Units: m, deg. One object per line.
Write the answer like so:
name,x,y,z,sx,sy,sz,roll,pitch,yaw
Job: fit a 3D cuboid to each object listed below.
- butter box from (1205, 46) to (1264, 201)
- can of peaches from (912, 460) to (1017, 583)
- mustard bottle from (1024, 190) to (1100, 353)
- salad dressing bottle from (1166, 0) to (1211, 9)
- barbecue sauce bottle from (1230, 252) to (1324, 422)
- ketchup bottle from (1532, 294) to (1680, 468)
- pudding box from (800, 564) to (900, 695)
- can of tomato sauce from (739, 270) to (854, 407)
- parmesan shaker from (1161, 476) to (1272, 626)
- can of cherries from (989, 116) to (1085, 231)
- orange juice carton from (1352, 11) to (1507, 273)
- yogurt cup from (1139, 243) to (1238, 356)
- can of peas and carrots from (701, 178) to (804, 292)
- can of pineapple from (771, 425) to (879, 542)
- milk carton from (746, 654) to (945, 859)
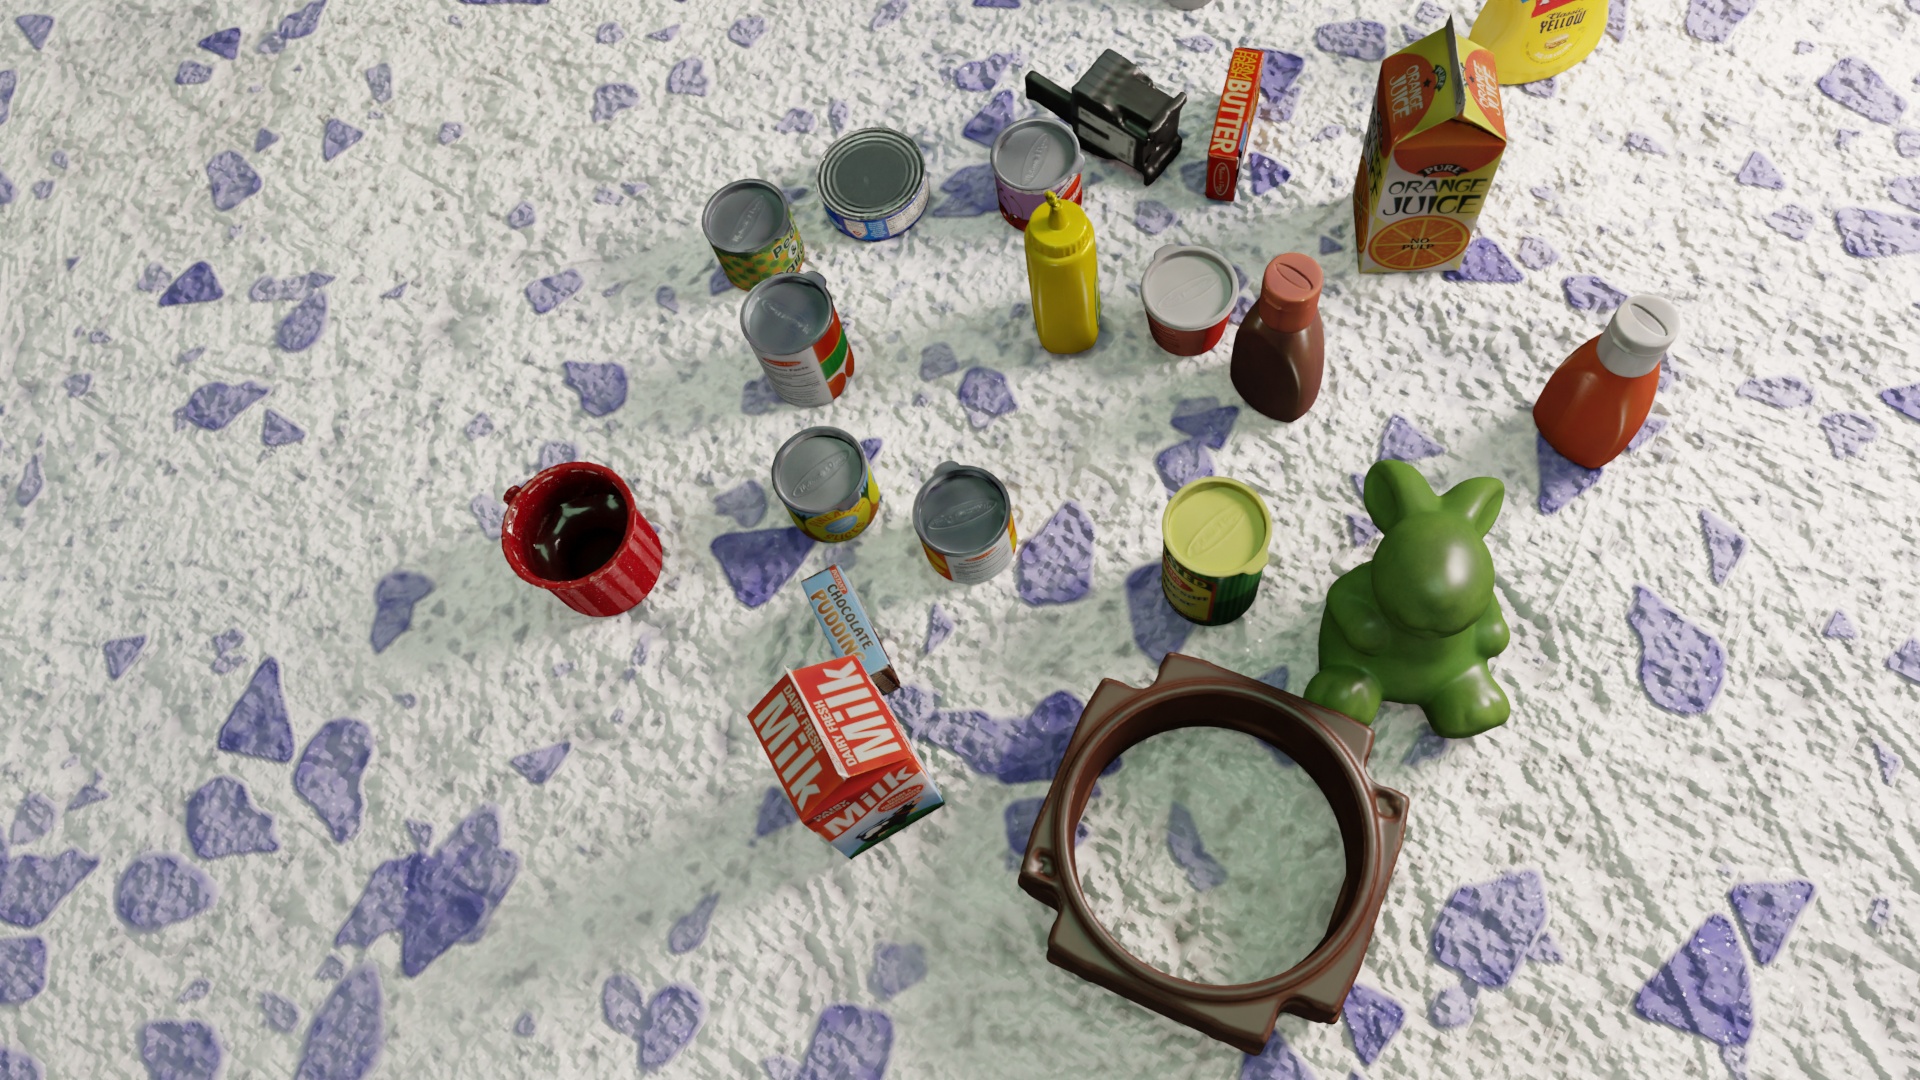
butter box,0.206,-0.313,1.044,0.024,0.053,0.104,12,70,12
can of peaches,0.003,-0.012,0.944,0.071,0.058,0.071,-3,68,6
mustard bottle,0.070,-0.188,0.952,0.049,0.159,0.065,-5,68,6
salad dressing bottle,0.178,-0.475,1.062,0.064,0.147,0.044,9,70,11
barbecue sauce bottle,0.212,-0.134,0.918,0.065,0.148,0.044,42,79,20
ketchup bottle,0.410,-0.101,0.879,0.043,0.148,0.065,-37,68,-8
pudding box,-0.073,0.062,0.928,0.030,0.049,0.084,-27,67,-4
can of tomato sauce,-0.115,-0.144,0.999,0.071,0.083,0.071,-3,68,6
parmesan shaker,0.163,0.012,0.889,0.071,0.102,0.071,-3,68,6
can of cherries,0.060,-0.272,1.043,0.071,0.058,0.072,-3,68,6
orange juice carton,0.314,-0.261,0.933,0.073,0.192,0.072,-1,68,7
yogurt cup,0.162,-0.167,0.989,0.072,0.053,0.072,-3,68,6
can of peas and carrots,-0.154,-0.229,1.052,0.071,0.058,0.071,-3,68,6
can of pineapple,-0.092,-0.036,0.966,0.071,0.057,0.071,-3,68,6
milk carton,-0.068,0.128,0.824,0.073,0.190,0.072,-30,68,-5
